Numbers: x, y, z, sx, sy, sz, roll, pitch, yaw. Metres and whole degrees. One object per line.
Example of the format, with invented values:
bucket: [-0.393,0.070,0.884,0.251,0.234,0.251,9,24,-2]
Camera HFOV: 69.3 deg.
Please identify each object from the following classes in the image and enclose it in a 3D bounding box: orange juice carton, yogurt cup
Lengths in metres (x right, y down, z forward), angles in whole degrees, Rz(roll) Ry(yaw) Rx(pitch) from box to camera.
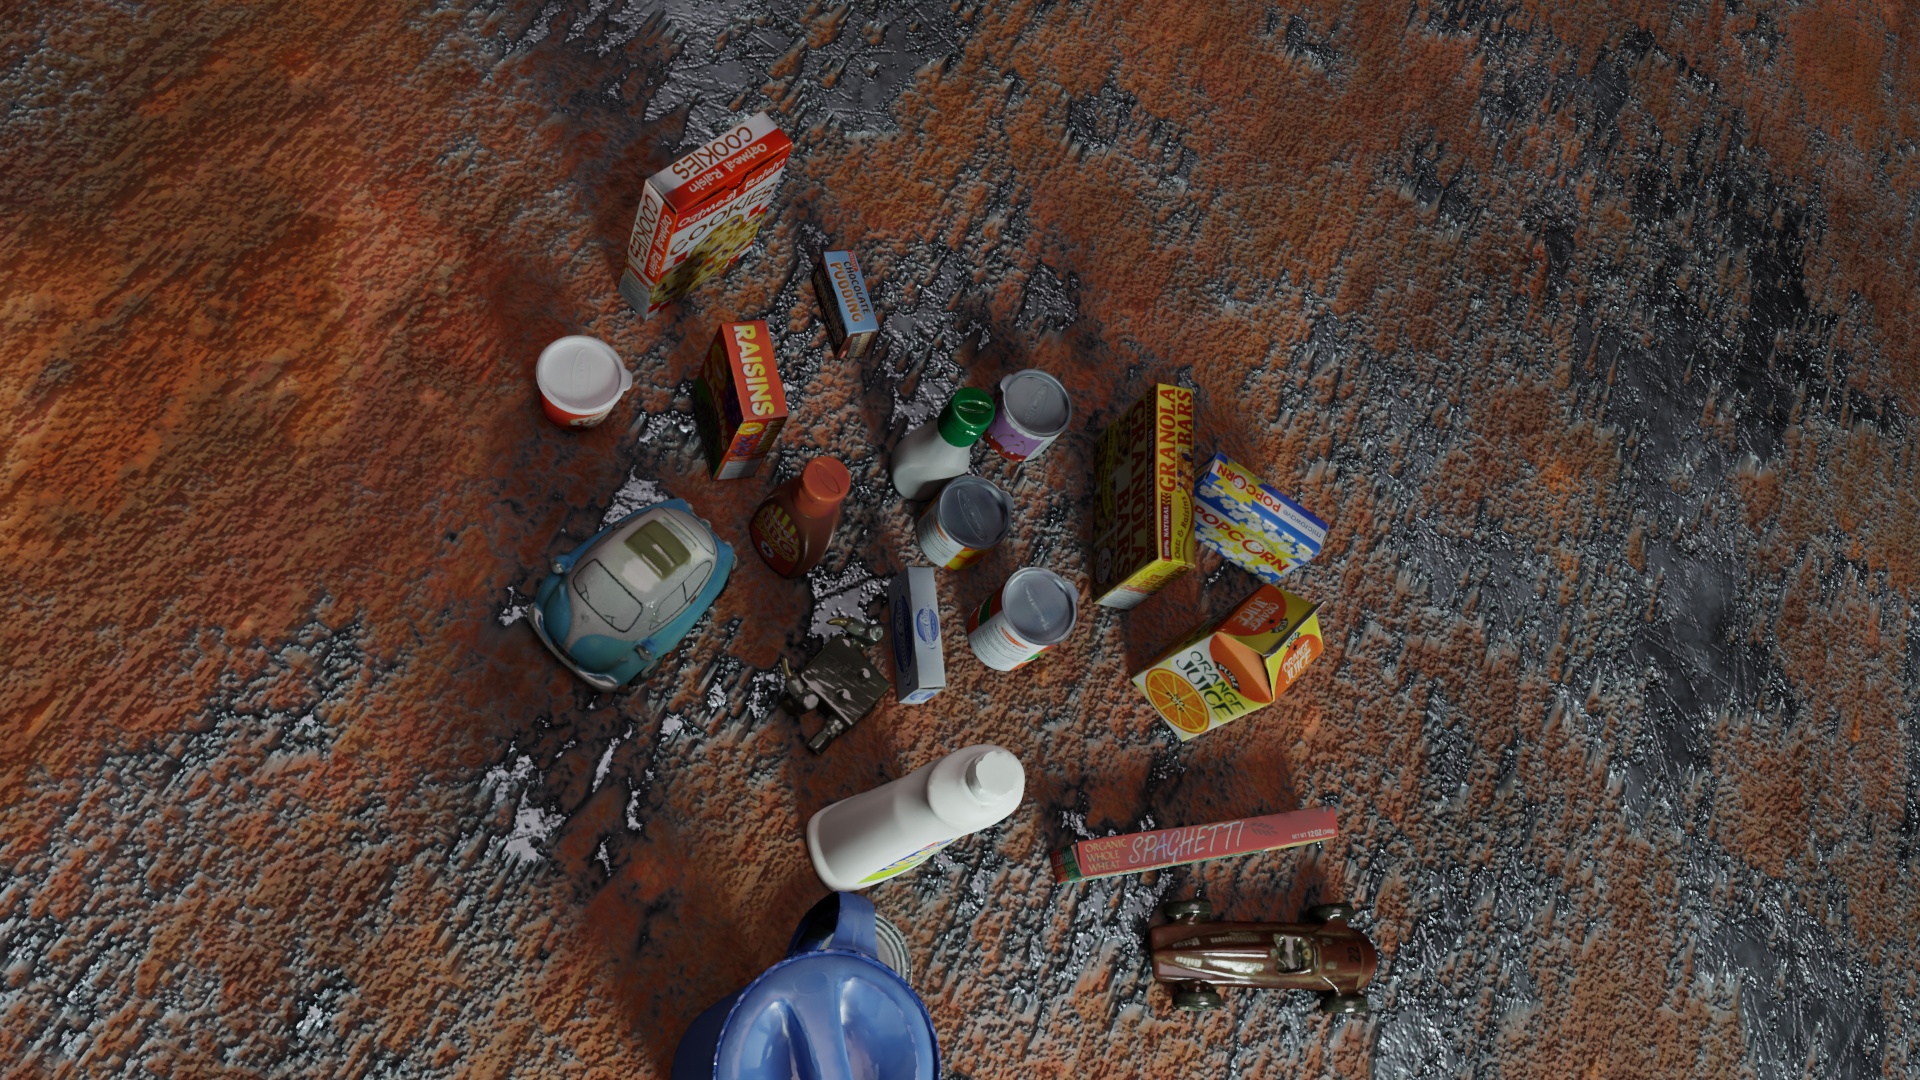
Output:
orange juice carton: [0.227,0.098,1.143,0.072,0.192,0.073,-37,87,-29]
yogurt cup: [-0.302,-0.121,1.099,0.072,0.053,0.072,8,67,-19]

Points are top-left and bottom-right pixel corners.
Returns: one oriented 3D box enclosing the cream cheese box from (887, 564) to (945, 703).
cream cheese box: [-0.036,0.077,1.126,0.024,0.053,0.104,1,69,-21]

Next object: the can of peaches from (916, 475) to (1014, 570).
can of peaches: [0.004,-0.015,1.176,0.071,0.058,0.071,8,67,-19]

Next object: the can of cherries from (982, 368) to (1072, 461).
can of cherries: [0.056,-0.112,1.236,0.071,0.058,0.072,8,67,-19]

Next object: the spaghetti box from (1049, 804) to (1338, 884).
spaghetti box: [0.196,0.251,1.151,0.251,0.050,0.029,-3,71,-23]

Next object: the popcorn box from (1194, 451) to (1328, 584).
popcorn box: [0.257,-0.018,1.262,0.127,0.085,0.038,33,62,-7]

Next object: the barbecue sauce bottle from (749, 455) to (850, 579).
barbecue sauce bottle: [-0.122,-0.021,1.077,0.044,0.148,0.065,-34,85,-29]

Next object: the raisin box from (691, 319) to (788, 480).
raisin box: [-0.176,-0.110,1.105,0.040,0.123,0.086,-8,73,-24]

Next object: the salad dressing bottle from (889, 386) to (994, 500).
salad dressing bottle: [-0.014,-0.079,1.143,0.064,0.147,0.044,5,68,-20]

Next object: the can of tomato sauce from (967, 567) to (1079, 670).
can of tomato sauce: [0.051,0.065,1.149,0.071,0.082,0.071,8,67,-19]

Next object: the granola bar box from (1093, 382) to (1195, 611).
granola bar box: [0.157,-0.037,1.208,0.039,0.123,0.166,11,66,-18]

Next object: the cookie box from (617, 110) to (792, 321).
cookie box: [-0.209,-0.260,1.127,0.040,0.166,0.123,47,61,1]

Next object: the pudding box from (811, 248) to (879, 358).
pudding box: [-0.101,-0.207,1.216,0.030,0.049,0.084,-11,74,-25]
